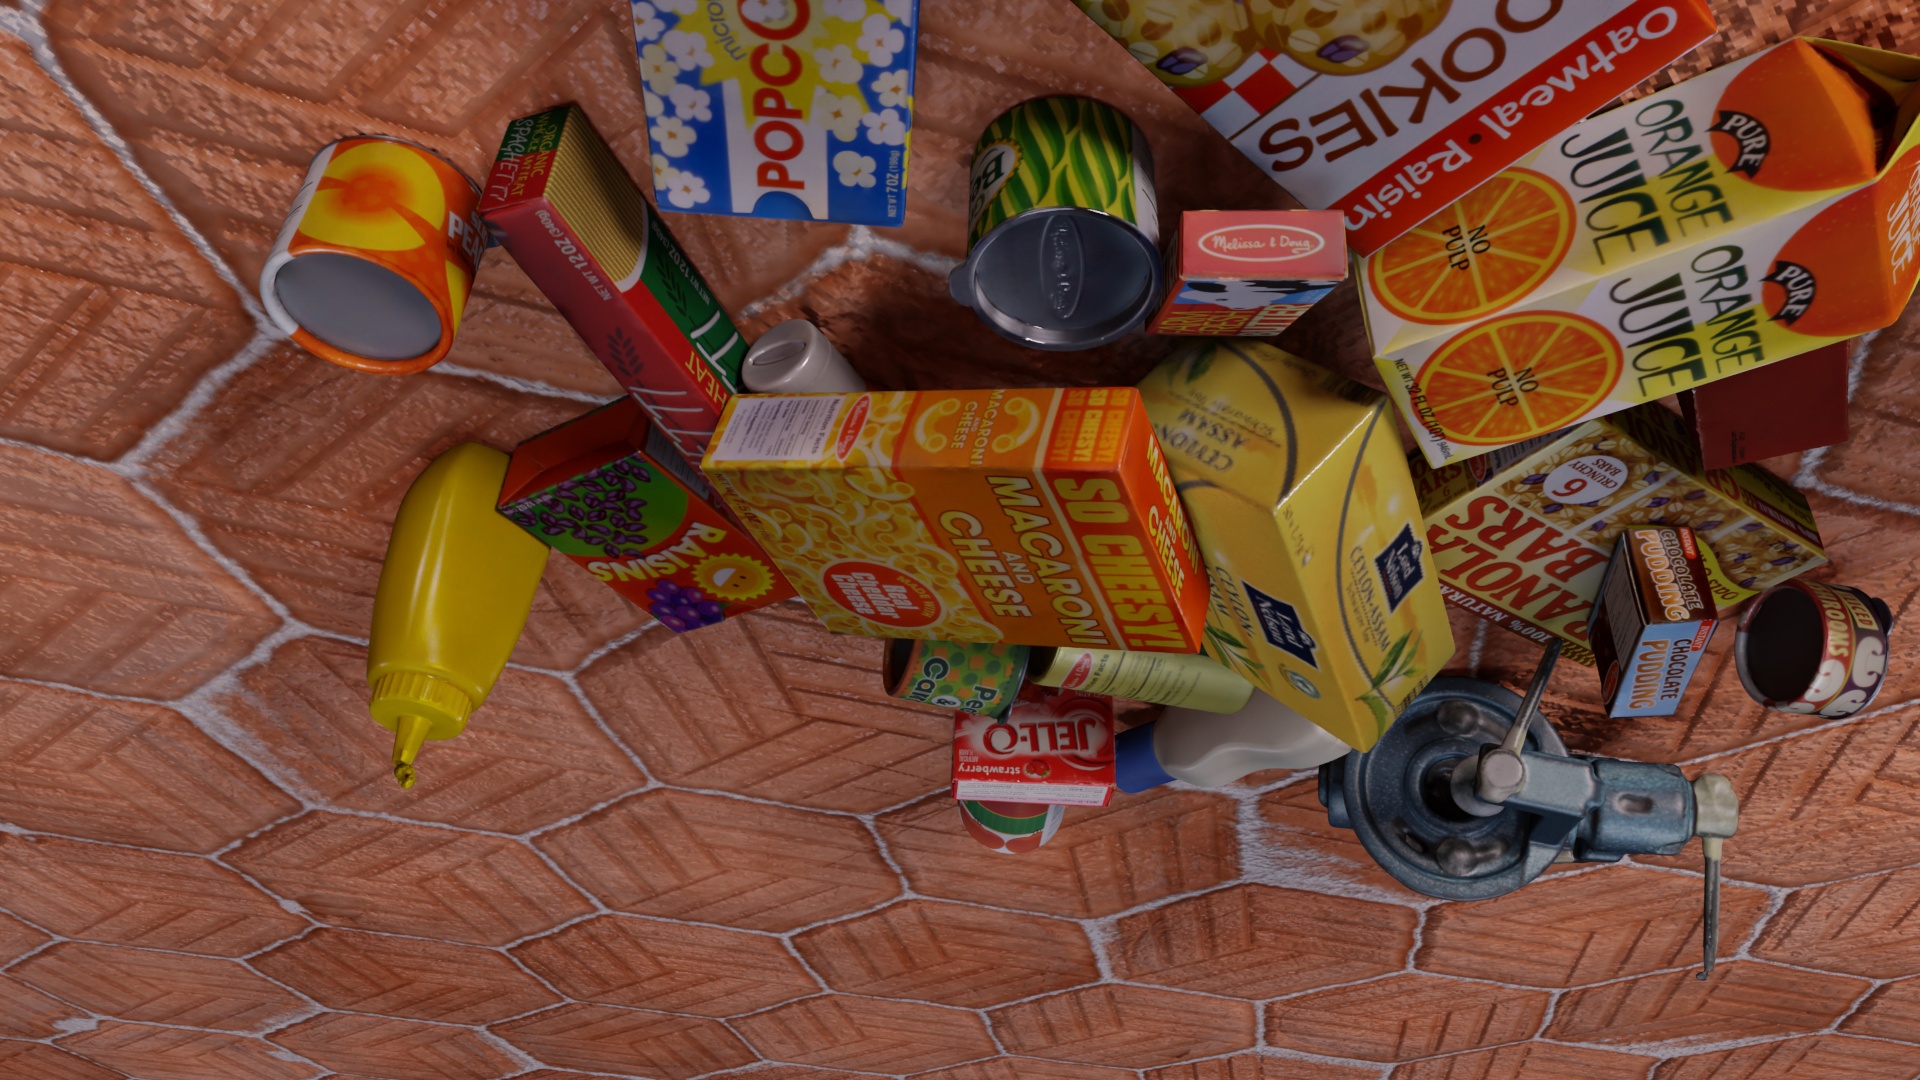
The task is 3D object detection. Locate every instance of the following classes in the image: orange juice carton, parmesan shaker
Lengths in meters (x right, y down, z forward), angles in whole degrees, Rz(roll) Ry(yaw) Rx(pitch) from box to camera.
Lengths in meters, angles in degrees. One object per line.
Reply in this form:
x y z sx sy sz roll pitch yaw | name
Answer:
0.238 -0.099 0.467 0.192 0.073 0.071 -19 139 26 | orange juice carton
0.089 0.047 0.686 0.103 0.071 0.071 11 143 -13 | parmesan shaker

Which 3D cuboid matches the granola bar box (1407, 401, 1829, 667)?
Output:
0.279 -0.006 0.624 0.165 0.039 0.123 22 140 -26 | granola bar box

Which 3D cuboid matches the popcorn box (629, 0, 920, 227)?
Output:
-0.056 -0.159 0.429 0.085 0.038 0.126 3 144 -3 | popcorn box

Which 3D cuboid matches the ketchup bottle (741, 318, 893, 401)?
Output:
-0.035 -0.036 0.596 0.064 0.044 0.148 -12 142 29 | ketchup bottle

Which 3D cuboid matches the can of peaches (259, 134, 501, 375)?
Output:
-0.207 -0.101 0.501 0.071 0.058 0.071 2 144 1 | can of peaches

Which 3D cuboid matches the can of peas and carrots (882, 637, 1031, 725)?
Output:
-0.003 0.054 0.696 0.059 0.071 0.070 14 143 -15 | can of peas and carrots

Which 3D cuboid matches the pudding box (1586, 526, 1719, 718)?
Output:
0.299 0.037 0.604 0.030 0.050 0.083 -3 144 10 | pudding box

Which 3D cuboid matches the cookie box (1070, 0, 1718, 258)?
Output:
0.118 -0.170 0.404 0.167 0.040 0.122 30 136 -31 | cookie box

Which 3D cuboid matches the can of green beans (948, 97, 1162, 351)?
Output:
0.035 -0.108 0.478 0.071 0.058 0.071 1 144 1 | can of green beans

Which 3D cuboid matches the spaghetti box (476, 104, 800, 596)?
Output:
-0.102 -0.061 0.558 0.028 0.050 0.249 -10 143 19 | spaghetti box

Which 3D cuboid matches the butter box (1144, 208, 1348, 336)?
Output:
0.096 -0.091 0.484 0.053 0.024 0.103 1 179 1 | butter box

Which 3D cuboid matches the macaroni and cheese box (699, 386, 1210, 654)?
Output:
0.002 -0.007 0.539 0.166 0.040 0.123 1 146 25 | macaroni and cheese box

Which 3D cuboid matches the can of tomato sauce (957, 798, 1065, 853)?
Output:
0.030 0.137 0.816 0.071 0.071 0.082 3 145 -1 | can of tomato sauce

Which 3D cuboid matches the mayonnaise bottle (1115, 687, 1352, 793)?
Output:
0.146 0.106 0.771 0.041 0.065 0.147 32 139 -31 | mayonnaise bottle

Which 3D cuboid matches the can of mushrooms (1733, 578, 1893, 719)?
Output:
0.413 0.051 0.674 0.033 0.071 0.070 9 144 -7 | can of mushrooms

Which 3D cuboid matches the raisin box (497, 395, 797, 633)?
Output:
-0.135 -0.009 0.642 0.086 0.040 0.123 -19 140 25 | raisin box

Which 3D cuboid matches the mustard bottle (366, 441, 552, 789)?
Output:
-0.223 0.034 0.603 0.048 0.161 0.065 -22 136 32 | mustard bottle
